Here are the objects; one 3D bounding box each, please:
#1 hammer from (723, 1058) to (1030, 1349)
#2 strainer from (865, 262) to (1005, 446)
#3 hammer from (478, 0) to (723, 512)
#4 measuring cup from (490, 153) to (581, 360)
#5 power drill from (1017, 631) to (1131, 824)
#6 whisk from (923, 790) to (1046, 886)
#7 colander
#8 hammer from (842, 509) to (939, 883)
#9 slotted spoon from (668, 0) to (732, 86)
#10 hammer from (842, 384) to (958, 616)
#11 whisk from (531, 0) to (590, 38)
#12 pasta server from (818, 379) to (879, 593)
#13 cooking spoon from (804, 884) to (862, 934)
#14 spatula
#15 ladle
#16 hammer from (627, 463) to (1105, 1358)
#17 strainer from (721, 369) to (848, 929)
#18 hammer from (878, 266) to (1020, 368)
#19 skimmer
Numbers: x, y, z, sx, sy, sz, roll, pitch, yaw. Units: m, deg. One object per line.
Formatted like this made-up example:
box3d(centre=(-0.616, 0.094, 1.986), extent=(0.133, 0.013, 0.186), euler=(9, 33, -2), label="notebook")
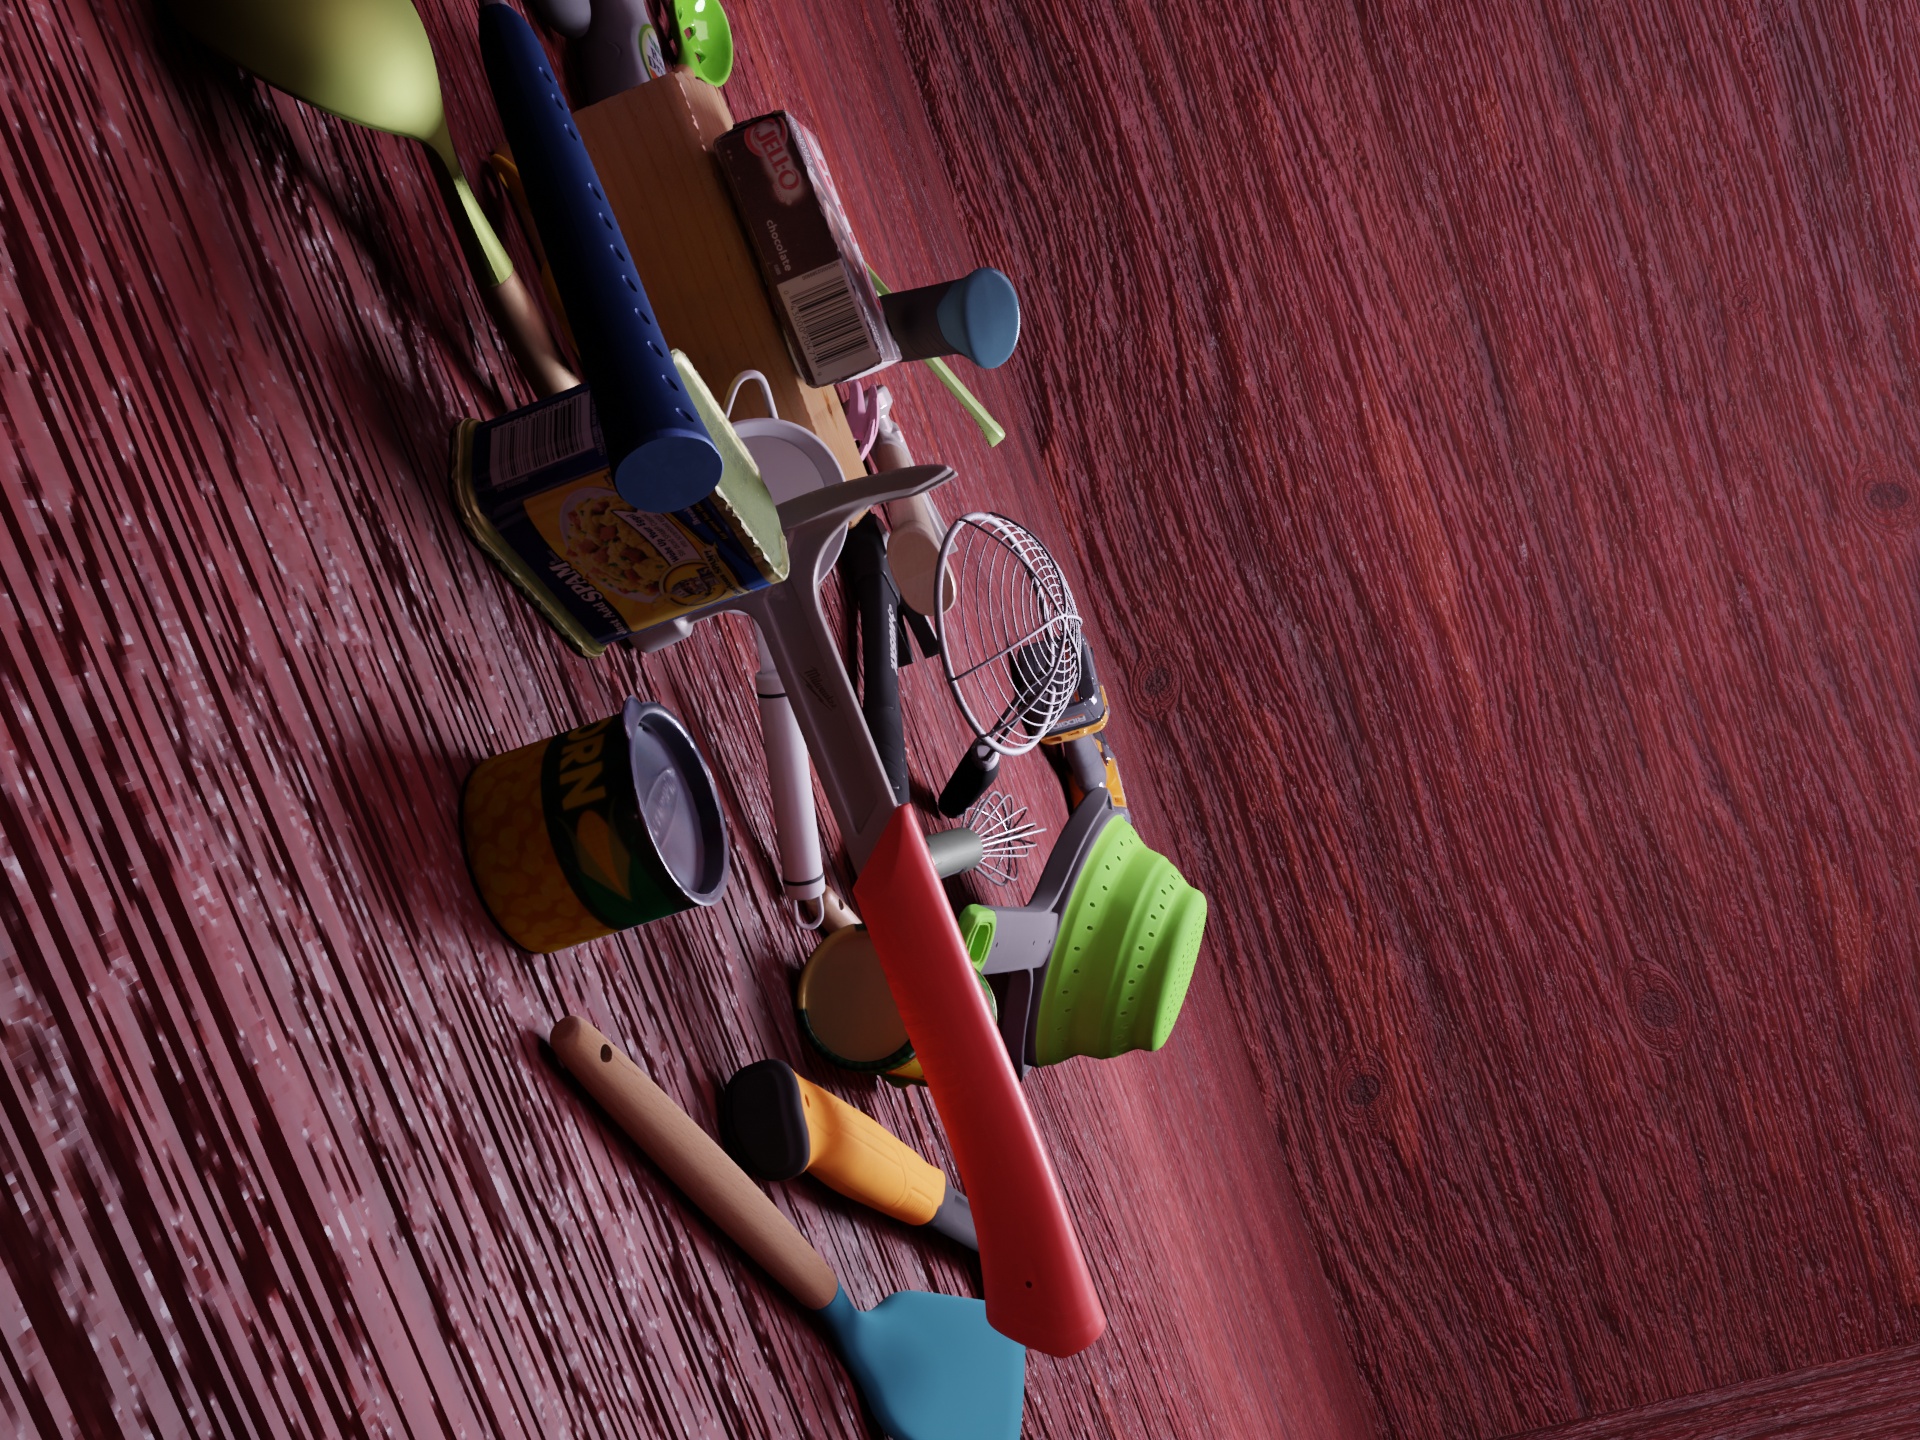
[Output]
box3d(centre=(-0.024, 0.206, 0.730), extent=(0.336, 0.034, 0.127), euler=(55, 21, -58), label="hammer")
box3d(centre=(-0.071, -0.261, 1.070), extent=(0.256, 0.069, 0.152), euler=(44, 12, -29), label="strainer")
box3d(centre=(-0.165, -0.251, 0.553), extent=(0.144, 0.035, 0.406), euler=(80, -13, -68), label="hammer")
box3d(centre=(-0.163, -0.183, 0.629), extent=(0.157, 0.029, 0.062), euler=(47, -16, 35), label="measuring cup")
box3d(centre=(0.126, 0.004, 1.727), extent=(0.226, 0.084, 0.186), euler=(67, 10, -46), label="power drill")
box3d(centre=(0.002, 0.072, 0.889), extent=(0.246, 0.058, 0.059), euler=(0, 85, -76), label="whisk")
box3d(centre=(0.083, 0.144, 0.978), extent=(0.397, 0.094, 0.204), euler=(24, 83, -73), label="colander")
box3d(centre=(-0.046, -0.006, 0.977), extent=(0.335, 0.035, 0.146), euler=(-96, 163, -49), label="hammer")
box3d(centre=(-0.178, -0.397, 0.993), extent=(0.314, 0.031, 0.070), euler=(-91, 160, -52), label="slotted spoon")
box3d(centre=(-0.030, -0.131, 1.079), extent=(0.411, 0.038, 0.146), euler=(-104, 169, -70), label="hammer")
box3d(centre=(-0.232, -0.436, 0.710), extent=(0.284, 0.070, 0.070), euler=(66, 11, -51), label="whisk")
box3d(centre=(-0.086, -0.124, 0.957), extent=(0.316, 0.060, 0.040), euler=(-85, 162, -55), label="pasta server")
box3d(centre=(-0.015, 0.171, 0.876), extent=(0.318, 0.017, 0.069), euler=(58, 22, -49), label="cooking spoon")
box3d(centre=(-0.052, 0.194, 0.580), extent=(0.317, 0.044, 0.082), euler=(60, 28, -41), label="spatula")
box3d(centre=(-0.169, -0.136, 0.578), extent=(0.078, 0.062, 0.319), euler=(55, -9, 36), label="ladle")
box3d(centre=(-0.010, 0.082, 0.647), extent=(0.037, 0.149, 0.359), euler=(-29, 97, -81), label="hammer")
box3d(centre=(-0.085, -0.025, 0.705), extent=(0.050, 0.087, 0.258), euler=(26, -54, 60), label="strainer")
box3d(centre=(-0.054, -0.203, 0.842), extent=(0.331, 0.033, 0.128), euler=(20, -47, 63), label="hammer")
box3d(centre=(-0.001, -0.003, 0.942), extent=(0.363, 0.090, 0.127), euler=(120, -26, -68), label="skimmer")
